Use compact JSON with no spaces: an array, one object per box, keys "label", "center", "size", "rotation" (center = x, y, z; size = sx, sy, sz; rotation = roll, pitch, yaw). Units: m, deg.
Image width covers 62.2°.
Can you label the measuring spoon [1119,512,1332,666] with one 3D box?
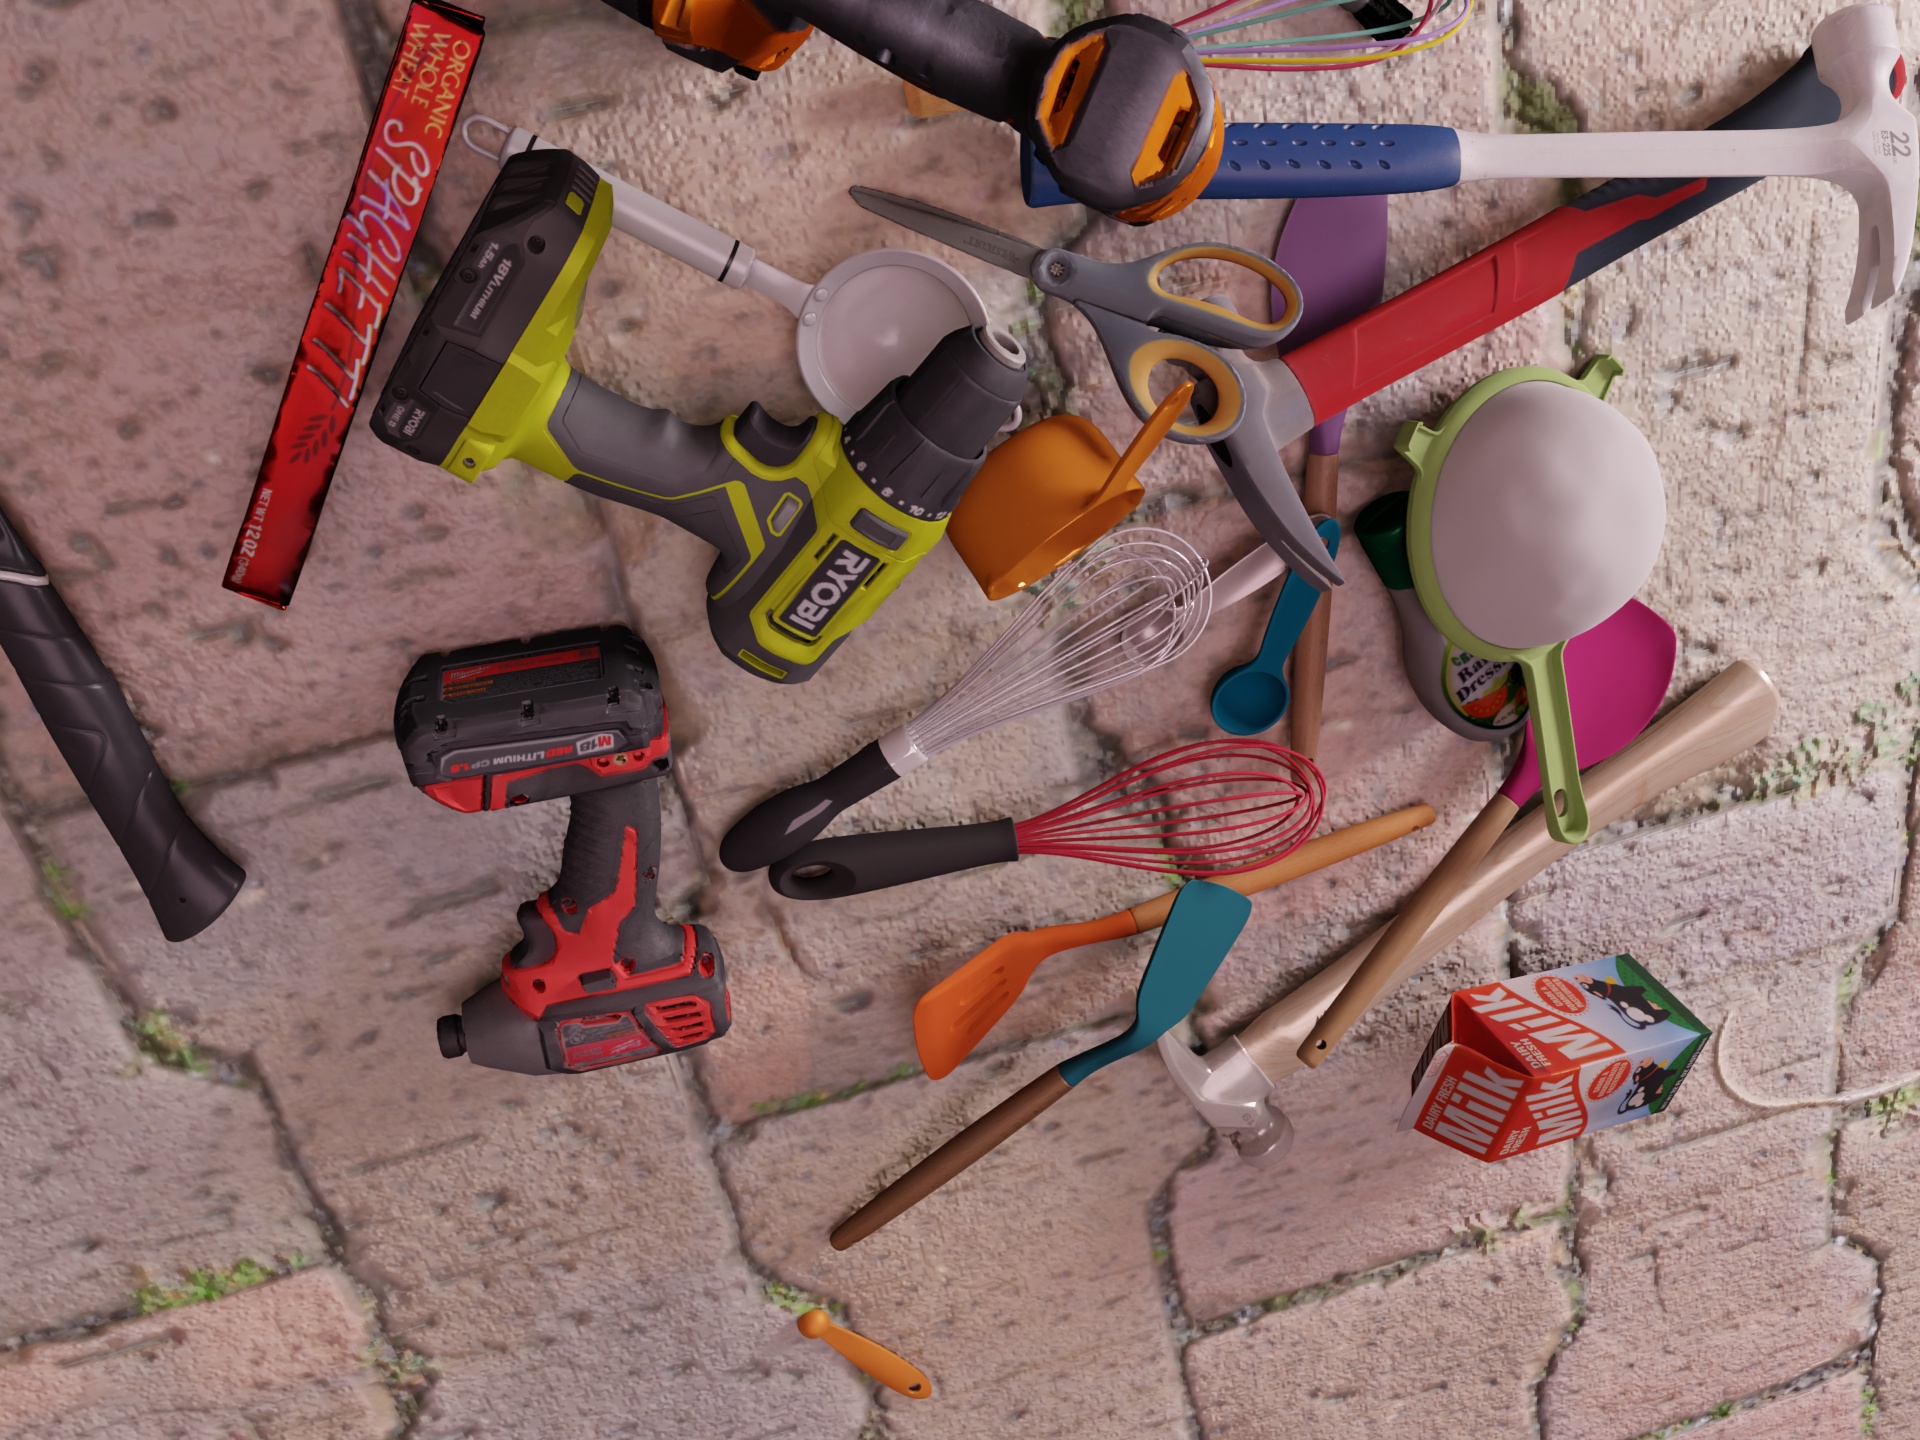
[{"label":"measuring spoon","center":[0.134,-0.070,0.808],"size":[0.124,0.018,0.034],"rotation":[-34,120,6]}]

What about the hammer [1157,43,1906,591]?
[{"label":"hammer","center":[0.289,-0.207,0.747],"size":[0.386,0.038,0.143],"rotation":[-29,91,-8]}]

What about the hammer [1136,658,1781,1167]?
[{"label":"hammer","center":[0.294,0.094,0.926],"size":[0.410,0.038,0.146],"rotation":[-38,117,3]}]

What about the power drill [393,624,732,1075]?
[{"label":"power drill","center":[-0.193,0.075,0.758],"size":[0.143,0.079,0.219],"rotation":[-10,120,-11]}]

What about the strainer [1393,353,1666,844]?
[{"label":"strainer","center":[0.311,-0.051,0.804],"size":[0.151,0.069,0.256],"rotation":[-21,107,-23]}]

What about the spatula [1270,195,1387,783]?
[{"label":"spatula","center":[0.180,-0.111,0.806],"size":[0.059,0.018,0.315],"rotation":[-8,115,-13]}]

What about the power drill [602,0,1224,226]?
[{"label":"power drill","center":[-0.007,-0.254,0.598],"size":[0.226,0.164,0.084],"rotation":[26,108,4]}]

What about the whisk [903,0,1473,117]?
[{"label":"whisk","center":[0.096,-0.291,0.677],"size":[0.245,0.051,0.047],"rotation":[-10,106,0]}]

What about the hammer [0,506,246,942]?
[{"label":"hammer","center":[-0.405,-0.076,0.647],"size":[0.149,0.036,0.408],"rotation":[-19,118,-5]}]

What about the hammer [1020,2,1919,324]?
[{"label":"hammer","center":[0.230,-0.245,0.705],"size":[0.405,0.035,0.144],"rotation":[-2,80,-5]}]

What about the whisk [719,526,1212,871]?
[{"label":"whisk","center":[-0.001,-0.003,0.782],"size":[0.284,0.070,0.070],"rotation":[-32,119,10]}]

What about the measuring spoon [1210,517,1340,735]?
[{"label":"measuring spoon","center":[0.163,-0.050,0.820],"size":[0.042,0.021,0.128],"rotation":[11,119,-16]}]

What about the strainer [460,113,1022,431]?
[{"label":"strainer","center":[-0.088,-0.193,0.680],"size":[0.258,0.050,0.087],"rotation":[24,118,-18]}]

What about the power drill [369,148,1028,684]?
[{"label":"power drill","center":[-0.103,-0.130,0.661],"size":[0.228,0.080,0.190],"rotation":[28,125,-25]}]

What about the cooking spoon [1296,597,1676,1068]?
[{"label":"cooking spoon","center":[0.289,0.065,0.886],"size":[0.069,0.017,0.319],"rotation":[38,89,0]}]

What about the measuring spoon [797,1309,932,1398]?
[{"label":"measuring spoon","center":[-0.057,0.394,0.980],"size":[0.021,0.011,0.116],"rotation":[-43,118,7]}]

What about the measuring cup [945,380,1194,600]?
[{"label":"measuring cup","center":[0.048,-0.116,0.694],"size":[0.095,0.173,0.052],"rotation":[-31,81,-28]}]

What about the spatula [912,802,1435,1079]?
[{"label":"spatula","center":[0.121,0.110,0.881],"size":[0.322,0.041,0.080],"rotation":[-19,138,-8]}]

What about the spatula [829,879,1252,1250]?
[{"label":"spatula","center":[0.037,0.202,0.888],"size":[0.317,0.044,0.082],"rotation":[-41,147,19]}]

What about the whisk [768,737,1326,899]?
[{"label":"whisk","center":[0.047,0.058,0.829],"size":[0.296,0.073,0.073],"rotation":[-9,117,-4]}]
